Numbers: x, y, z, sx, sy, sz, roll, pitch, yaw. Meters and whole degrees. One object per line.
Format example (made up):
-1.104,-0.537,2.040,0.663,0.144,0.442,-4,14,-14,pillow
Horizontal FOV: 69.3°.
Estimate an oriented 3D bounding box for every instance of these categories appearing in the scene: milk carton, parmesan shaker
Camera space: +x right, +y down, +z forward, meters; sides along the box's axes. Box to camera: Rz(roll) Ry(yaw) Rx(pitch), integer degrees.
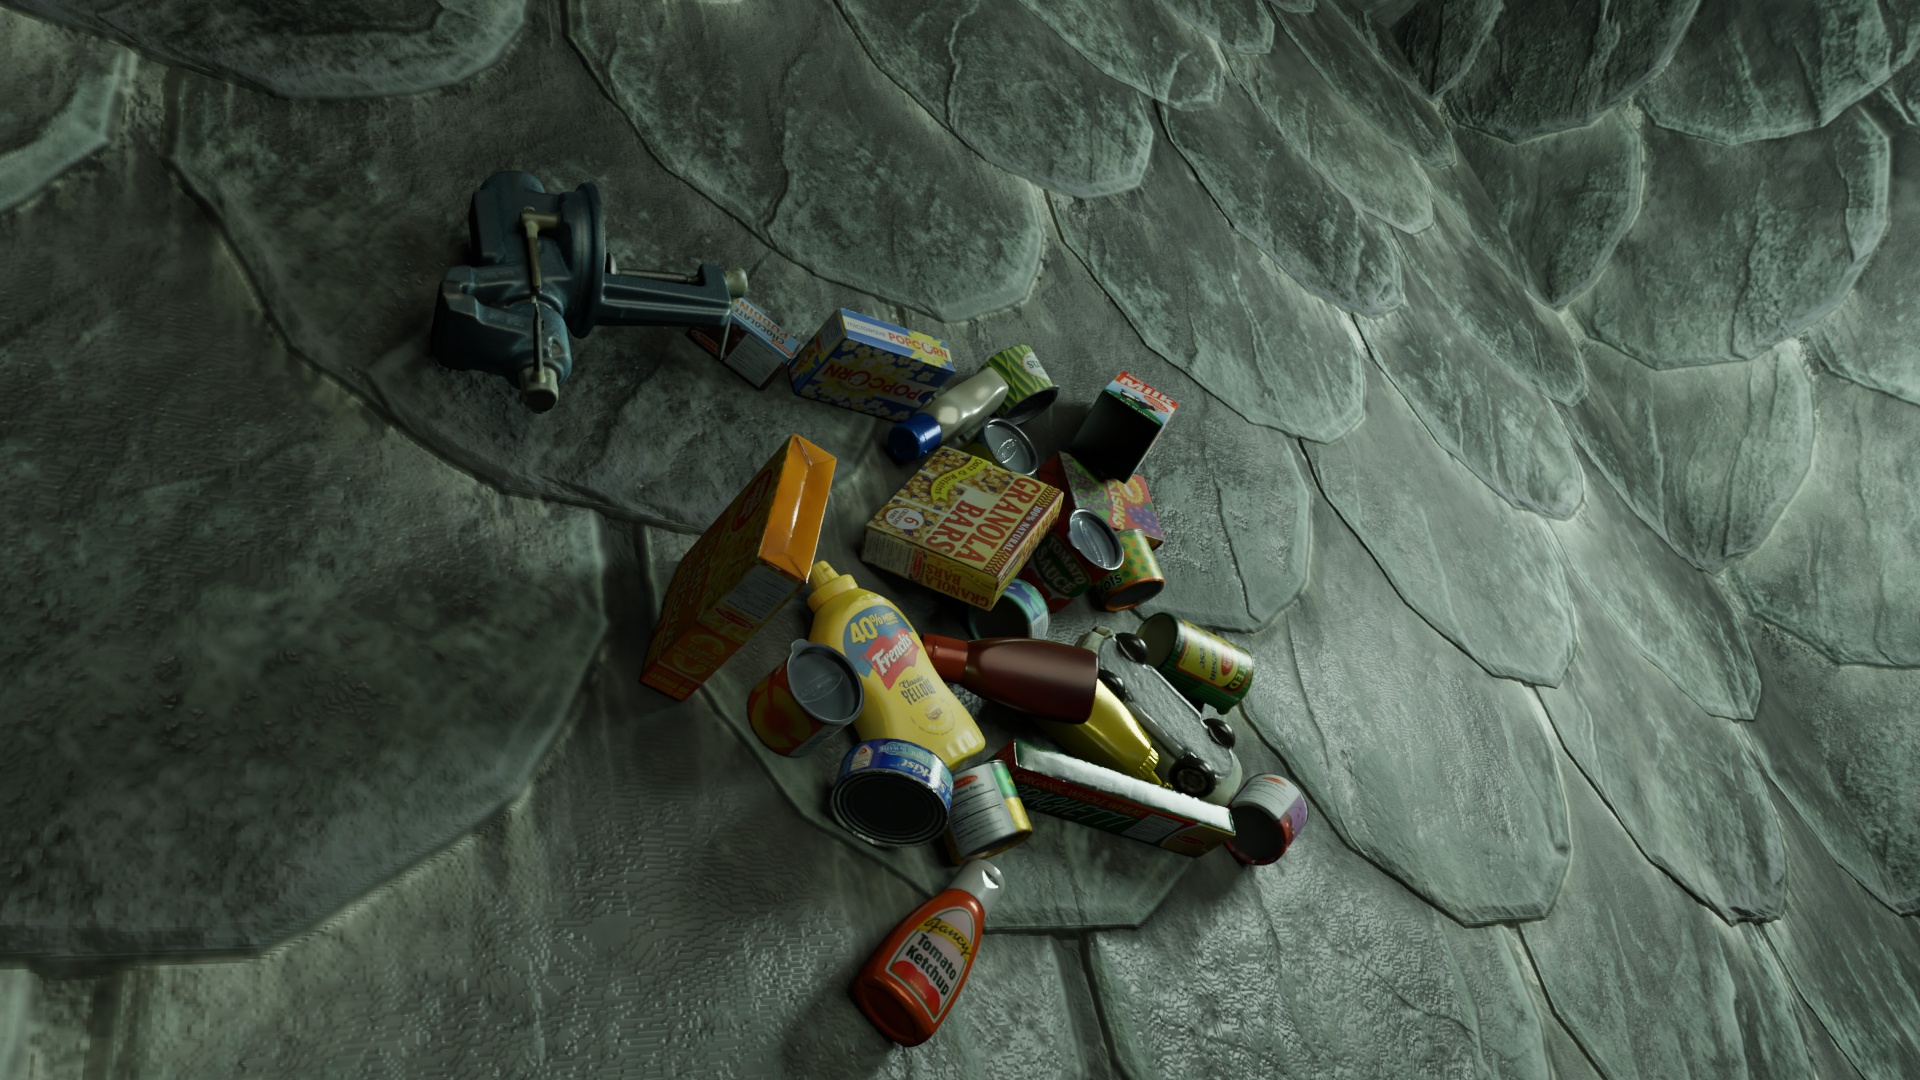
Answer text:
0.177,-0.126,1.473,0.072,0.073,0.191,33,20,6,milk carton
0.224,0.119,1.344,0.103,0.071,0.072,25,43,-28,parmesan shaker

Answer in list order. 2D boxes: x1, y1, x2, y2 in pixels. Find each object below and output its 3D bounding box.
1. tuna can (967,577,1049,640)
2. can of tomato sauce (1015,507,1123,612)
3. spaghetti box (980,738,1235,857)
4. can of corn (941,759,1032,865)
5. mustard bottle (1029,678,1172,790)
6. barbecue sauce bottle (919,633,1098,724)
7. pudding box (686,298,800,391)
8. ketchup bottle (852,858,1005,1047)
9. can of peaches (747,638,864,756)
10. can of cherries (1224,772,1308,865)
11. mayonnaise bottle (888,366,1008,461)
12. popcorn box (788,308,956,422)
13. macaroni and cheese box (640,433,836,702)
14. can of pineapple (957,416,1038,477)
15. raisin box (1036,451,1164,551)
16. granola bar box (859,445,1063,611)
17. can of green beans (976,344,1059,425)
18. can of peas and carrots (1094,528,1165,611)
0.039,0.067,1.205,0.071,0.070,0.033,52,37,4,tuna can
0.098,0.020,1.289,0.071,0.082,0.071,27,42,-27,can of tomato sauce
0.127,0.220,1.170,0.250,0.050,0.029,22,42,-30,spaghetti box
0.015,0.208,1.057,0.071,0.071,0.058,0,59,-45,can of corn
0.124,0.170,1.212,0.160,0.048,0.066,44,46,-8,mustard bottle
0.037,0.108,1.145,0.149,0.043,0.065,12,72,-9,barbecue sauce bottle
-0.188,-0.175,1.203,0.083,0.049,0.030,37,37,-15,pudding box
-0.015,0.283,0.978,0.064,0.043,0.149,48,36,-1,ketchup bottle
-0.114,0.115,1.014,0.071,0.057,0.071,26,43,-26,can of peaches
0.279,0.259,1.277,0.071,0.071,0.058,53,37,5,can of cherries
-0.013,-0.117,1.319,0.041,0.064,0.149,48,40,4,mayonnaise bottle
-0.081,-0.158,1.265,0.127,0.085,0.038,12,49,-38,popcorn box
-0.156,0.020,0.967,0.040,0.165,0.124,32,40,-21,macaroni and cheese box
0.030,-0.076,1.327,0.071,0.057,0.071,27,42,-27,can of pineapple
0.144,-0.034,1.420,0.123,0.040,0.086,13,48,-36,raisin box
0.004,-0.015,1.218,0.124,0.038,0.166,22,35,13,granola bar box
0.057,-0.158,1.419,0.071,0.071,0.058,-10,65,-49,can of green beans
0.157,0.030,1.356,0.071,0.070,0.059,3,56,-44,can of peas and carrots
